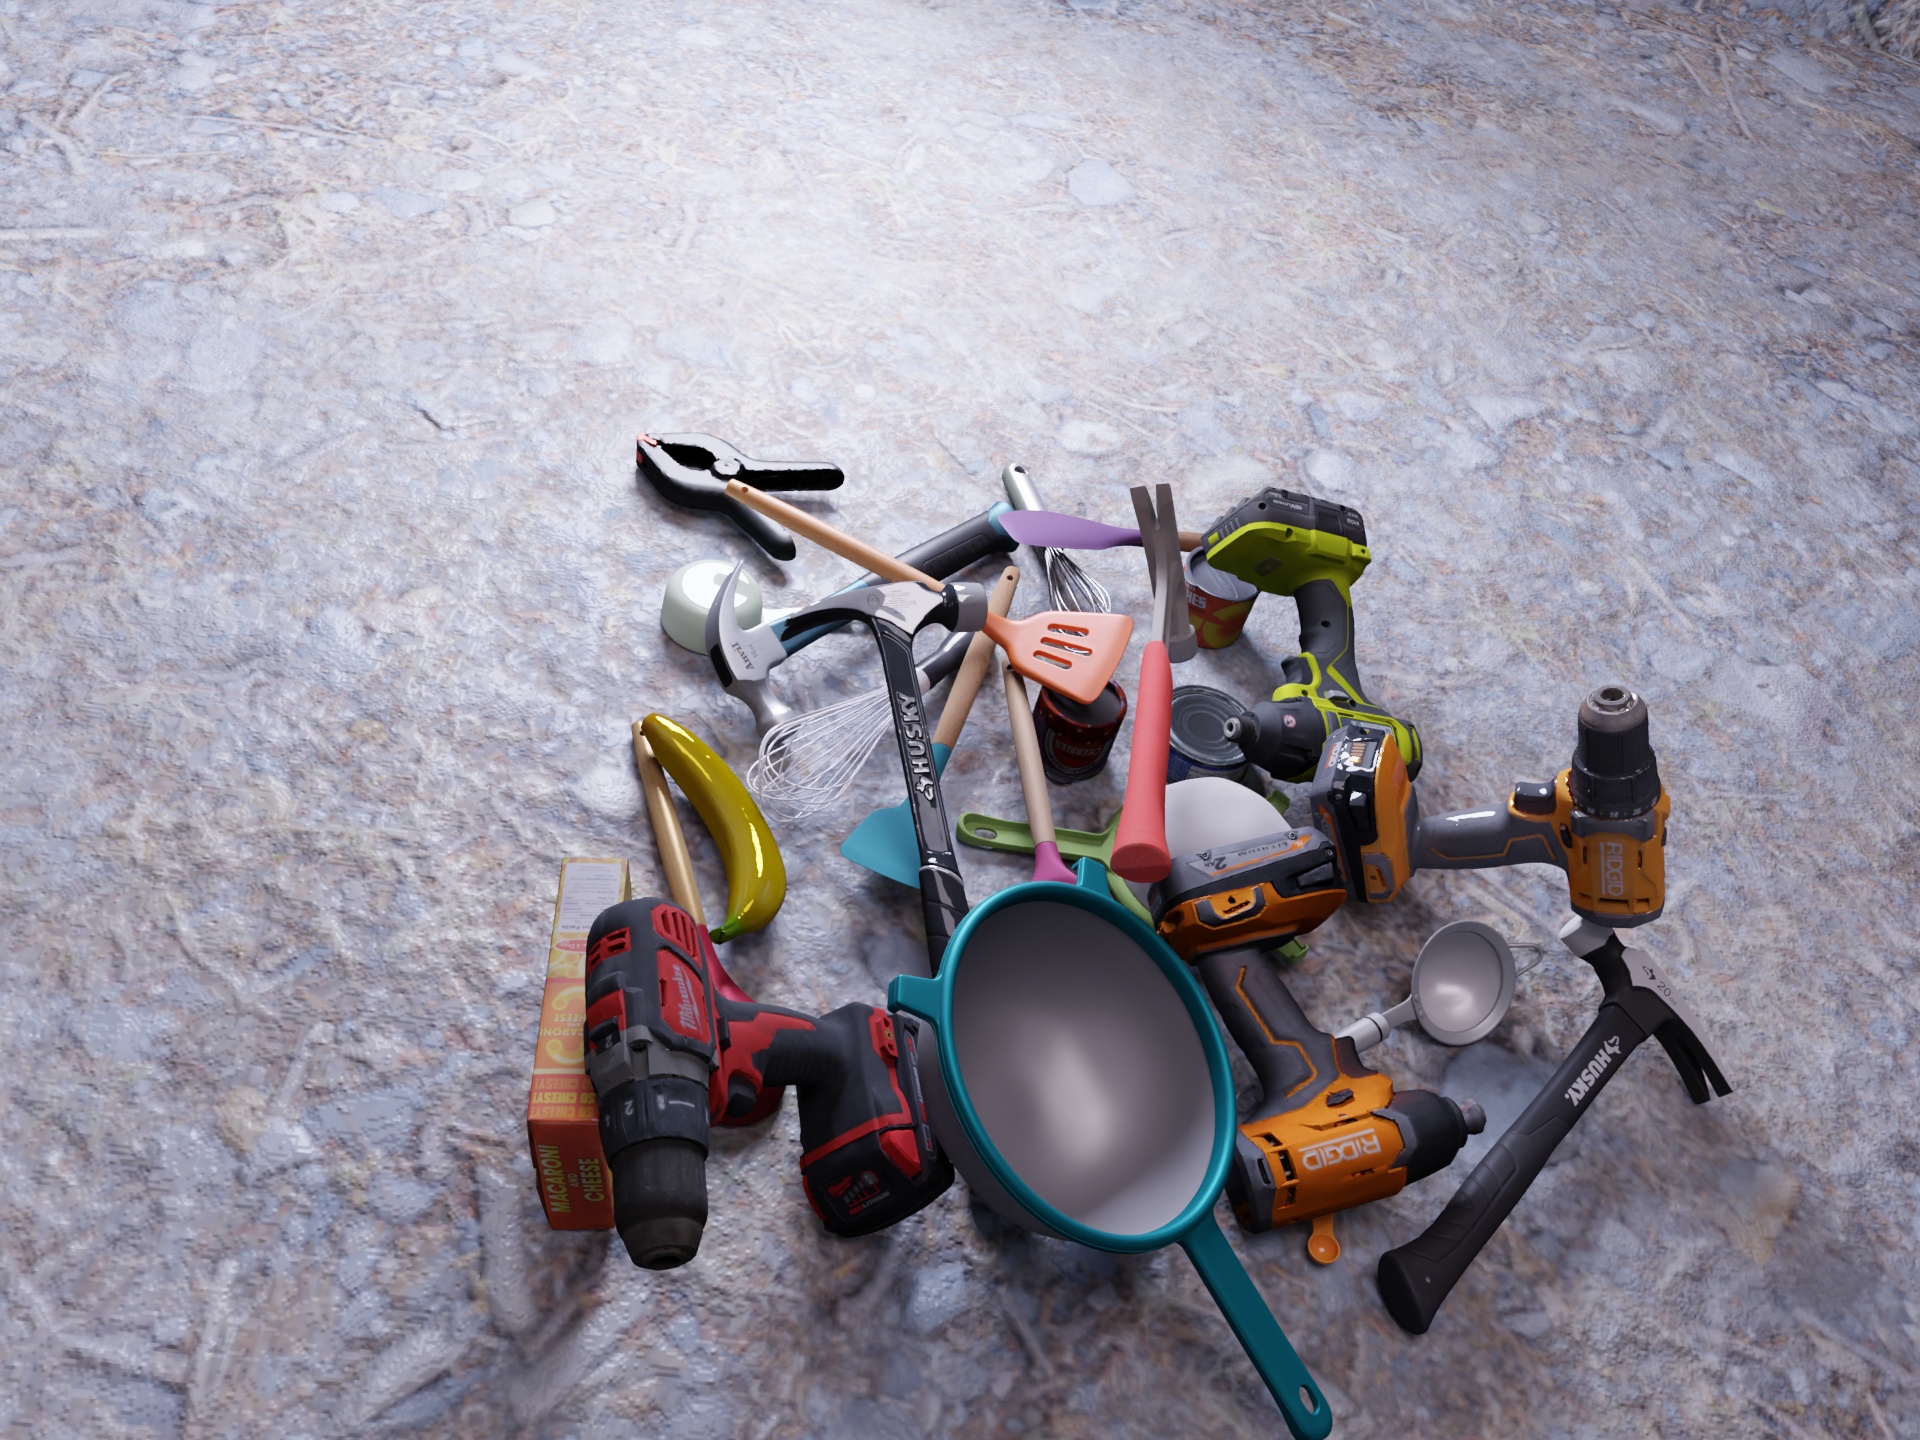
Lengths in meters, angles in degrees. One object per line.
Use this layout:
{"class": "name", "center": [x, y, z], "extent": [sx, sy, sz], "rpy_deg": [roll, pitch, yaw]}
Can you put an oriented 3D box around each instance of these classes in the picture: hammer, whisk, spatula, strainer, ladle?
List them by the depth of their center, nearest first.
{"class": "strainer", "center": [0.084, 0.259, 0.899], "extent": [0.211, 0.095, 0.340], "rpy_deg": [-26, 81, -47]}
{"class": "hammer", "center": [0.374, 0.268, 1.019], "extent": [0.335, 0.035, 0.146], "rpy_deg": [-35, 80, -33]}
{"class": "ladle", "center": [-0.175, 0.116, 1.026], "extent": [0.069, 0.031, 0.316], "rpy_deg": [-6, 48, -22]}
{"class": "hammer", "center": [-0.020, 0.084, 1.032], "extent": [0.149, 0.036, 0.409], "rpy_deg": [-2, 62, -18]}
{"class": "strainer", "center": [0.282, 0.201, 1.065], "extent": [0.258, 0.050, 0.087], "rpy_deg": [-21, 100, -25]}
{"class": "hammer", "center": [0.133, -0.023, 1.095], "extent": [0.037, 0.149, 0.359], "rpy_deg": [-6, 33, 15]}
{"class": "strainer", "center": [0.127, 0.078, 1.113], "extent": [0.256, 0.069, 0.152], "rpy_deg": [9, 47, -5]}
{"class": "spatula", "center": [-0.002, -0.004, 1.148], "extent": [0.082, 0.044, 0.318], "rpy_deg": [22, 54, -1]}
{"class": "whisk", "center": [-0.054, -0.011, 1.161], "extent": [0.070, 0.070, 0.284], "rpy_deg": [35, 43, 17]}
{"class": "spatula", "center": [-0.031, -0.107, 1.179], "extent": [0.322, 0.041, 0.081], "rpy_deg": [27, 66, 4]}
{"class": "hammer", "center": [-0.063, -0.101, 1.236], "extent": [0.331, 0.033, 0.128], "rpy_deg": [-32, 87, -41]}
{"class": "whisk", "center": [0.077, -0.138, 1.319], "extent": [0.057, 0.059, 0.247], "rpy_deg": [6, 41, -26]}
{"class": "spatula", "center": [0.171, -0.153, 1.340], "extent": [0.315, 0.018, 0.060], "rpy_deg": [1, 37, -29]}

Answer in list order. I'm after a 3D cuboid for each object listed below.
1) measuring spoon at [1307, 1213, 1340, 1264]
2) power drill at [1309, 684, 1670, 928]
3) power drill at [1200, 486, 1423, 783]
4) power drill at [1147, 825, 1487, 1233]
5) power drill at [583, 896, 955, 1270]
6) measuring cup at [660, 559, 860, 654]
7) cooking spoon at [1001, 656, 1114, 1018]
{"class": "measuring spoon", "center": [0.223, 0.286, 0.991], "extent": [0.021, 0.011, 0.117], "rpy_deg": [9, 43, 1]}
{"class": "power drill", "center": [0.358, 0.053, 1.080], "extent": [0.226, 0.185, 0.084], "rpy_deg": [2, 40, 26]}
{"class": "power drill", "center": [0.261, -0.059, 1.221], "extent": [0.171, 0.080, 0.223], "rpy_deg": [9, 63, -30]}
{"class": "power drill", "center": [0.219, 0.187, 0.992], "extent": [0.164, 0.084, 0.227], "rpy_deg": [-12, 66, -8]}
{"class": "power drill", "center": [-0.103, 0.208, 0.836], "extent": [0.226, 0.080, 0.188], "rpy_deg": [35, 31, -43]}
{"class": "measuring cup", "center": [-0.144, -0.091, 1.216], "extent": [0.167, 0.038, 0.083], "rpy_deg": [-2, 49, -16]}
{"class": "cooking spoon", "center": [0.055, 0.068, 1.090], "extent": [0.069, 0.017, 0.319], "rpy_deg": [-20, 45, 11]}
